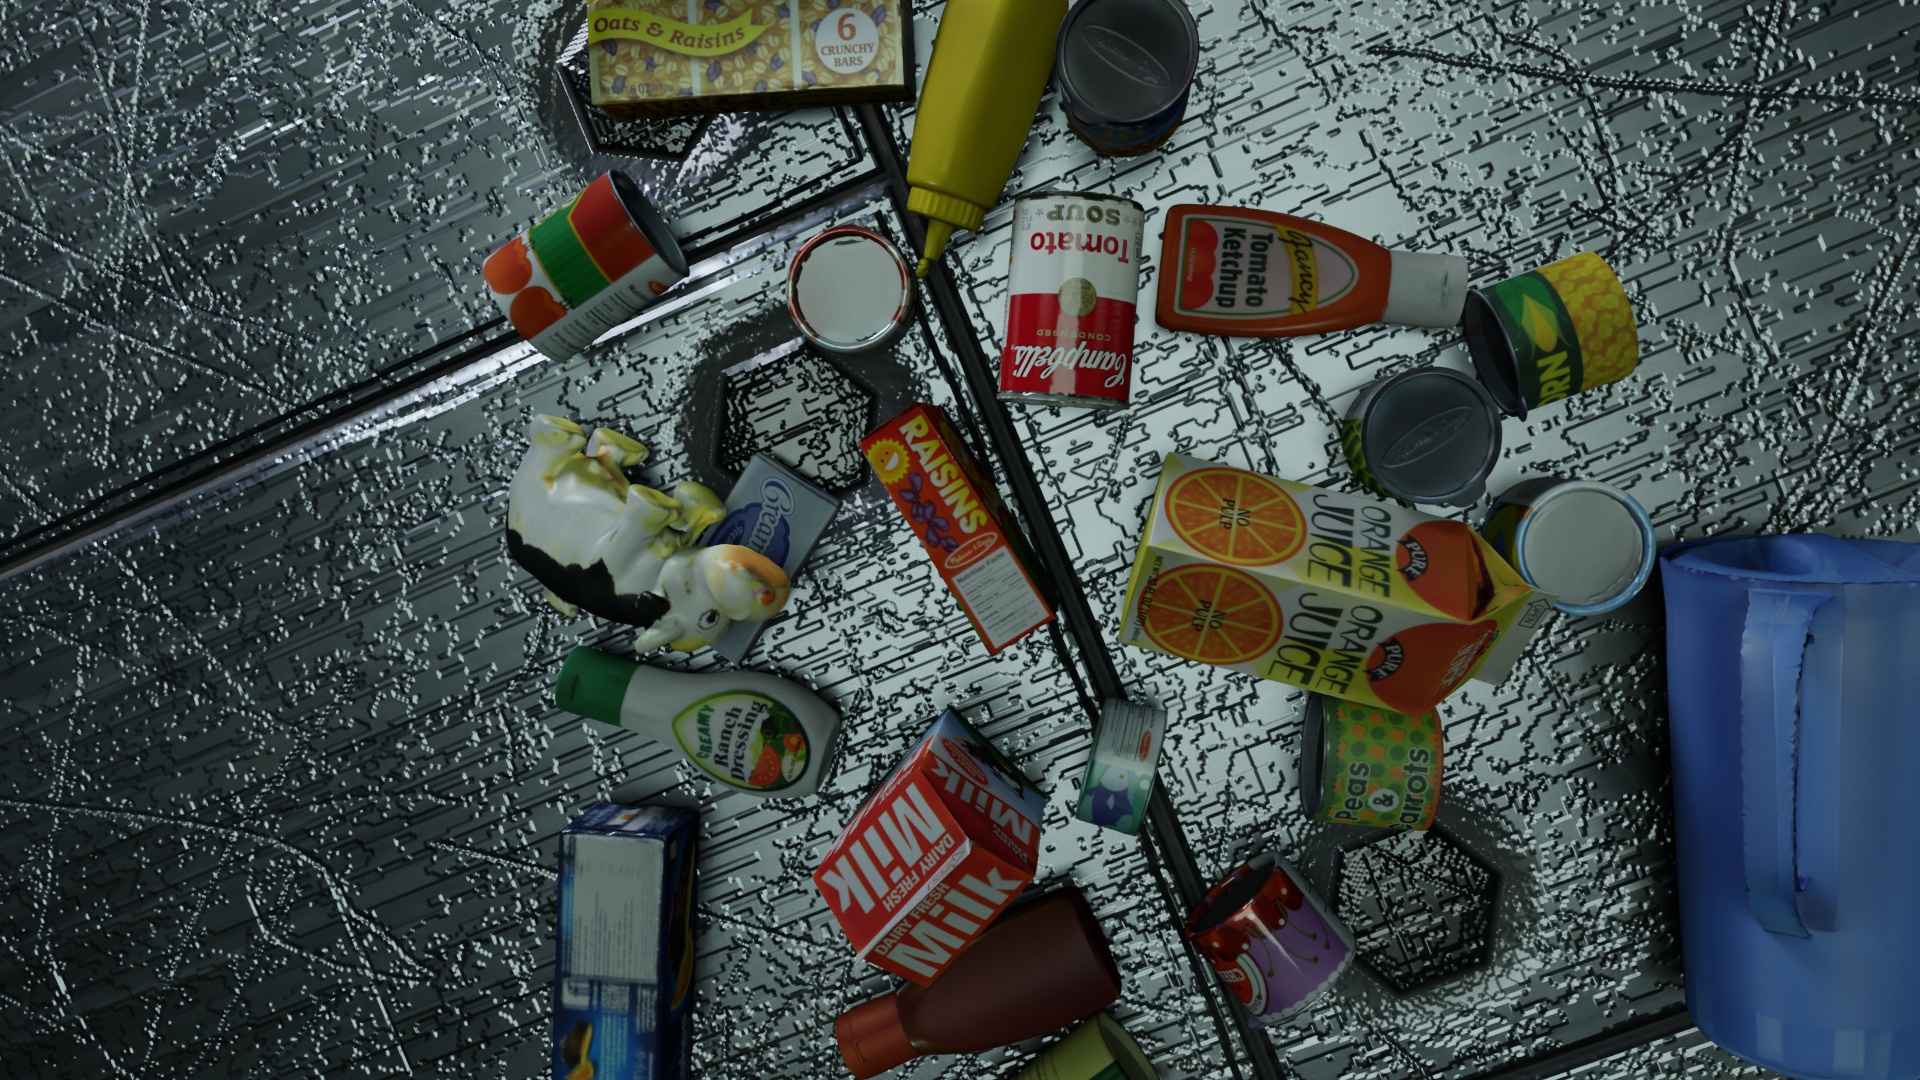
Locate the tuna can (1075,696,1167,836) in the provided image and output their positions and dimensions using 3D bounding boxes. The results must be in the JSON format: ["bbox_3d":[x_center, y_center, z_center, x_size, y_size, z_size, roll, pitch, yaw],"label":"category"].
[{"bbox_3d":[0.082,0.117,0.711,0.033,0.071,0.071,15,95,6],"label":"tuna can"}]

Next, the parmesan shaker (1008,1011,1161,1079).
[{"bbox_3d":[0.052,0.304,0.720,0.103,0.071,0.071,-39,89,6],"label":"parmesan shaker"}]

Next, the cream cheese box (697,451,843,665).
[{"bbox_3d":[-0.112,0.009,0.744,0.053,0.024,0.103,33,96,3],"label":"cream cheese box"}]

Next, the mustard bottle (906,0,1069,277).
[{"bbox_3d":[0.005,-0.210,0.702,0.049,0.065,0.160,12,101,-34],"label":"mustard bottle"}]

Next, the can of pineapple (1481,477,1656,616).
[{"bbox_3d":[0.299,0.004,0.685,0.071,0.058,0.071,0,94,6],"label":"can of pineapple"}]

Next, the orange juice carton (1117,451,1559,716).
[{"bbox_3d":[0.182,0.026,0.678,0.193,0.073,0.071,14,134,5],"label":"orange juice carton"}]

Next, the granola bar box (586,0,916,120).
[{"bbox_3d":[-0.110,-0.288,0.720,0.165,0.039,0.124,-2,93,6],"label":"granola bar box"}]

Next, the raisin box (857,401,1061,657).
[{"bbox_3d":[0.002,-0.009,0.700,0.040,0.086,0.123,-33,90,9],"label":"raisin box"}]

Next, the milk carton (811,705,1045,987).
[{"bbox_3d":[-0.011,0.143,0.657,0.073,0.191,0.072,43,97,1],"label":"milk carton"}]

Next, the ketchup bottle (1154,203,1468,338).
[{"bbox_3d":[0.175,-0.131,0.698,0.149,0.043,0.064,6,94,5],"label":"ketchup bottle"}]

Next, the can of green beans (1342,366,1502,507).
[{"bbox_3d":[0.227,-0.052,0.690,0.071,0.058,0.071,0,93,6],"label":"can of green beans"}]

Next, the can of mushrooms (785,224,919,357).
[{"bbox_3d":[-0.057,-0.132,0.726,0.071,0.033,0.071,0,94,6],"label":"can of mushrooms"}]

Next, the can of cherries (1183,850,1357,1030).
[{"bbox_3d":[0.155,0.203,0.705,0.071,0.071,0.058,-41,89,7],"label":"can of cherries"}]

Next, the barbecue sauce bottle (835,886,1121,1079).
[{"bbox_3d":[0.007,0.240,0.735,0.148,0.043,0.065,-26,85,7],"label":"barbecue sauce bottle"}]

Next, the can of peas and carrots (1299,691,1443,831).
[{"bbox_3d":[0.205,0.111,0.694,0.059,0.071,0.071,5,94,5],"label":"can of peas and carrots"}]

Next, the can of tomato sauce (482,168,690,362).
[{"bbox_3d":[-0.195,-0.144,0.723,0.083,0.071,0.071,-33,90,7],"label":"can of tomato sauce"}]

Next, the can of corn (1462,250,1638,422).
[{"bbox_3d":[0.287,-0.099,0.676,0.058,0.071,0.071,-20,91,6],"label":"can of corn"}]

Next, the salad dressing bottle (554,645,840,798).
[{"bbox_3d":[-0.140,0.093,0.741,0.148,0.044,0.064,16,100,5],"label":"salad dressing bottle"}]

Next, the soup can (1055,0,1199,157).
[{"bbox_3d":[0.079,-0.227,0.682,0.071,0.084,0.071,0,93,6],"label":"soup can"}]
